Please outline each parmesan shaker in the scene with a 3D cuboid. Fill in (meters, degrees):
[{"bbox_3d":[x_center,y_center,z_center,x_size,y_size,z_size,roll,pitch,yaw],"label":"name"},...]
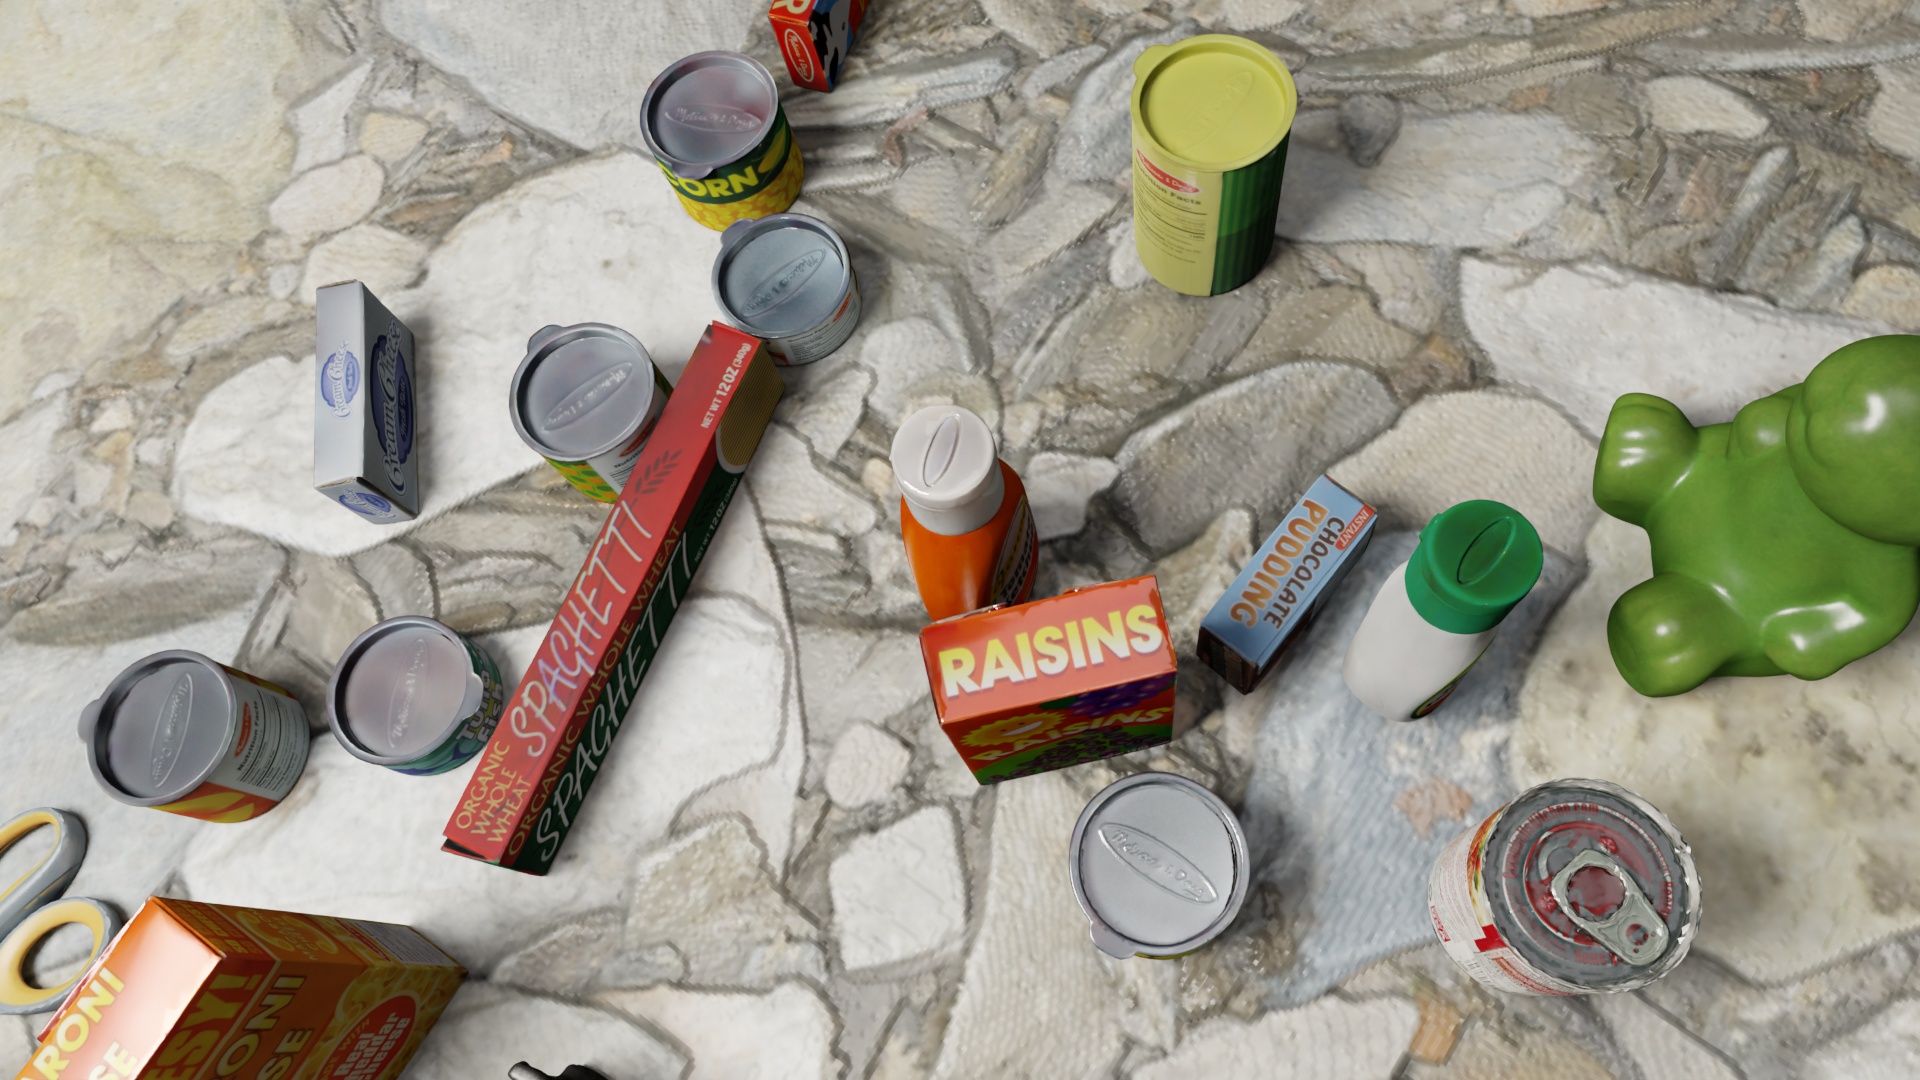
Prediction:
[{"bbox_3d":[0.106,-0.163,0.608,0.071,0.102,0.071,-2,71,7],"label":"parmesan shaker"}]

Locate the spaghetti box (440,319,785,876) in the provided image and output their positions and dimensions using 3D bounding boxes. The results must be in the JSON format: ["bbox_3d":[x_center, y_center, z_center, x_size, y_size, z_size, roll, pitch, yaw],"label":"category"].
[{"bbox_3d":[-0.145,0.024,0.603,0.029,0.050,0.251,20,74,14],"label":"spaghetti box"}]

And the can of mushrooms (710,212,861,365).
[{"bbox_3d":[-0.083,-0.119,0.655,0.071,0.033,0.071,-2,70,7],"label":"can of mushrooms"}]

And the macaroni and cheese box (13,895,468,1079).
[{"bbox_3d":[-0.263,0.195,0.495,0.040,0.166,0.124,29,77,16],"label":"macaroni and cheese box"}]

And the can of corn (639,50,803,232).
[{"bbox_3d":[-0.114,-0.189,0.670,0.071,0.058,0.071,-2,70,7],"label":"can of corn"}]

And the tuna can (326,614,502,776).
[{"bbox_3d":[-0.235,0.069,0.608,0.071,0.032,0.071,-2,70,7],"label":"tuna can"}]

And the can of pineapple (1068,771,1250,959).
[{"bbox_3d":[0.074,0.127,0.533,0.071,0.057,0.071,-2,70,7],"label":"can of pineapple"}]

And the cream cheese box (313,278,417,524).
[{"bbox_3d":[-0.277,-0.064,0.650,0.024,0.053,0.104,-11,70,4],"label":"cream cheese box"}]

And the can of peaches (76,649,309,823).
[{"bbox_3d":[-0.329,0.086,0.601,0.071,0.058,0.071,-2,70,7],"label":"can of peaches"}]

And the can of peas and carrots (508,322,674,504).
[{"bbox_3d":[-0.163,-0.058,0.630,0.071,0.058,0.071,-2,70,7],"label":"can of peas and carrots"}]

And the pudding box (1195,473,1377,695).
[{"bbox_3d":[0.133,0.019,0.568,0.030,0.049,0.084,37,79,18],"label":"pudding box"}]

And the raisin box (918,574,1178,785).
[{"bbox_3d":[0.037,0.056,0.528,0.086,0.123,0.040,-13,70,3],"label":"raisin box"}]

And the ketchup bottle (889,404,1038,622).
[{"bbox_3d":[0.002,-0.007,0.542,0.043,0.148,0.065,16,74,13],"label":"ketchup bottle"}]

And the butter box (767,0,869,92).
[{"bbox_3d":[-0.063,-0.285,0.701,0.024,0.053,0.104,16,73,13],"label":"butter box"}]

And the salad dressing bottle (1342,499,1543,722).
[{"bbox_3d":[0.175,0.027,0.508,0.044,0.147,0.064,39,80,18],"label":"salad dressing bottle"}]
